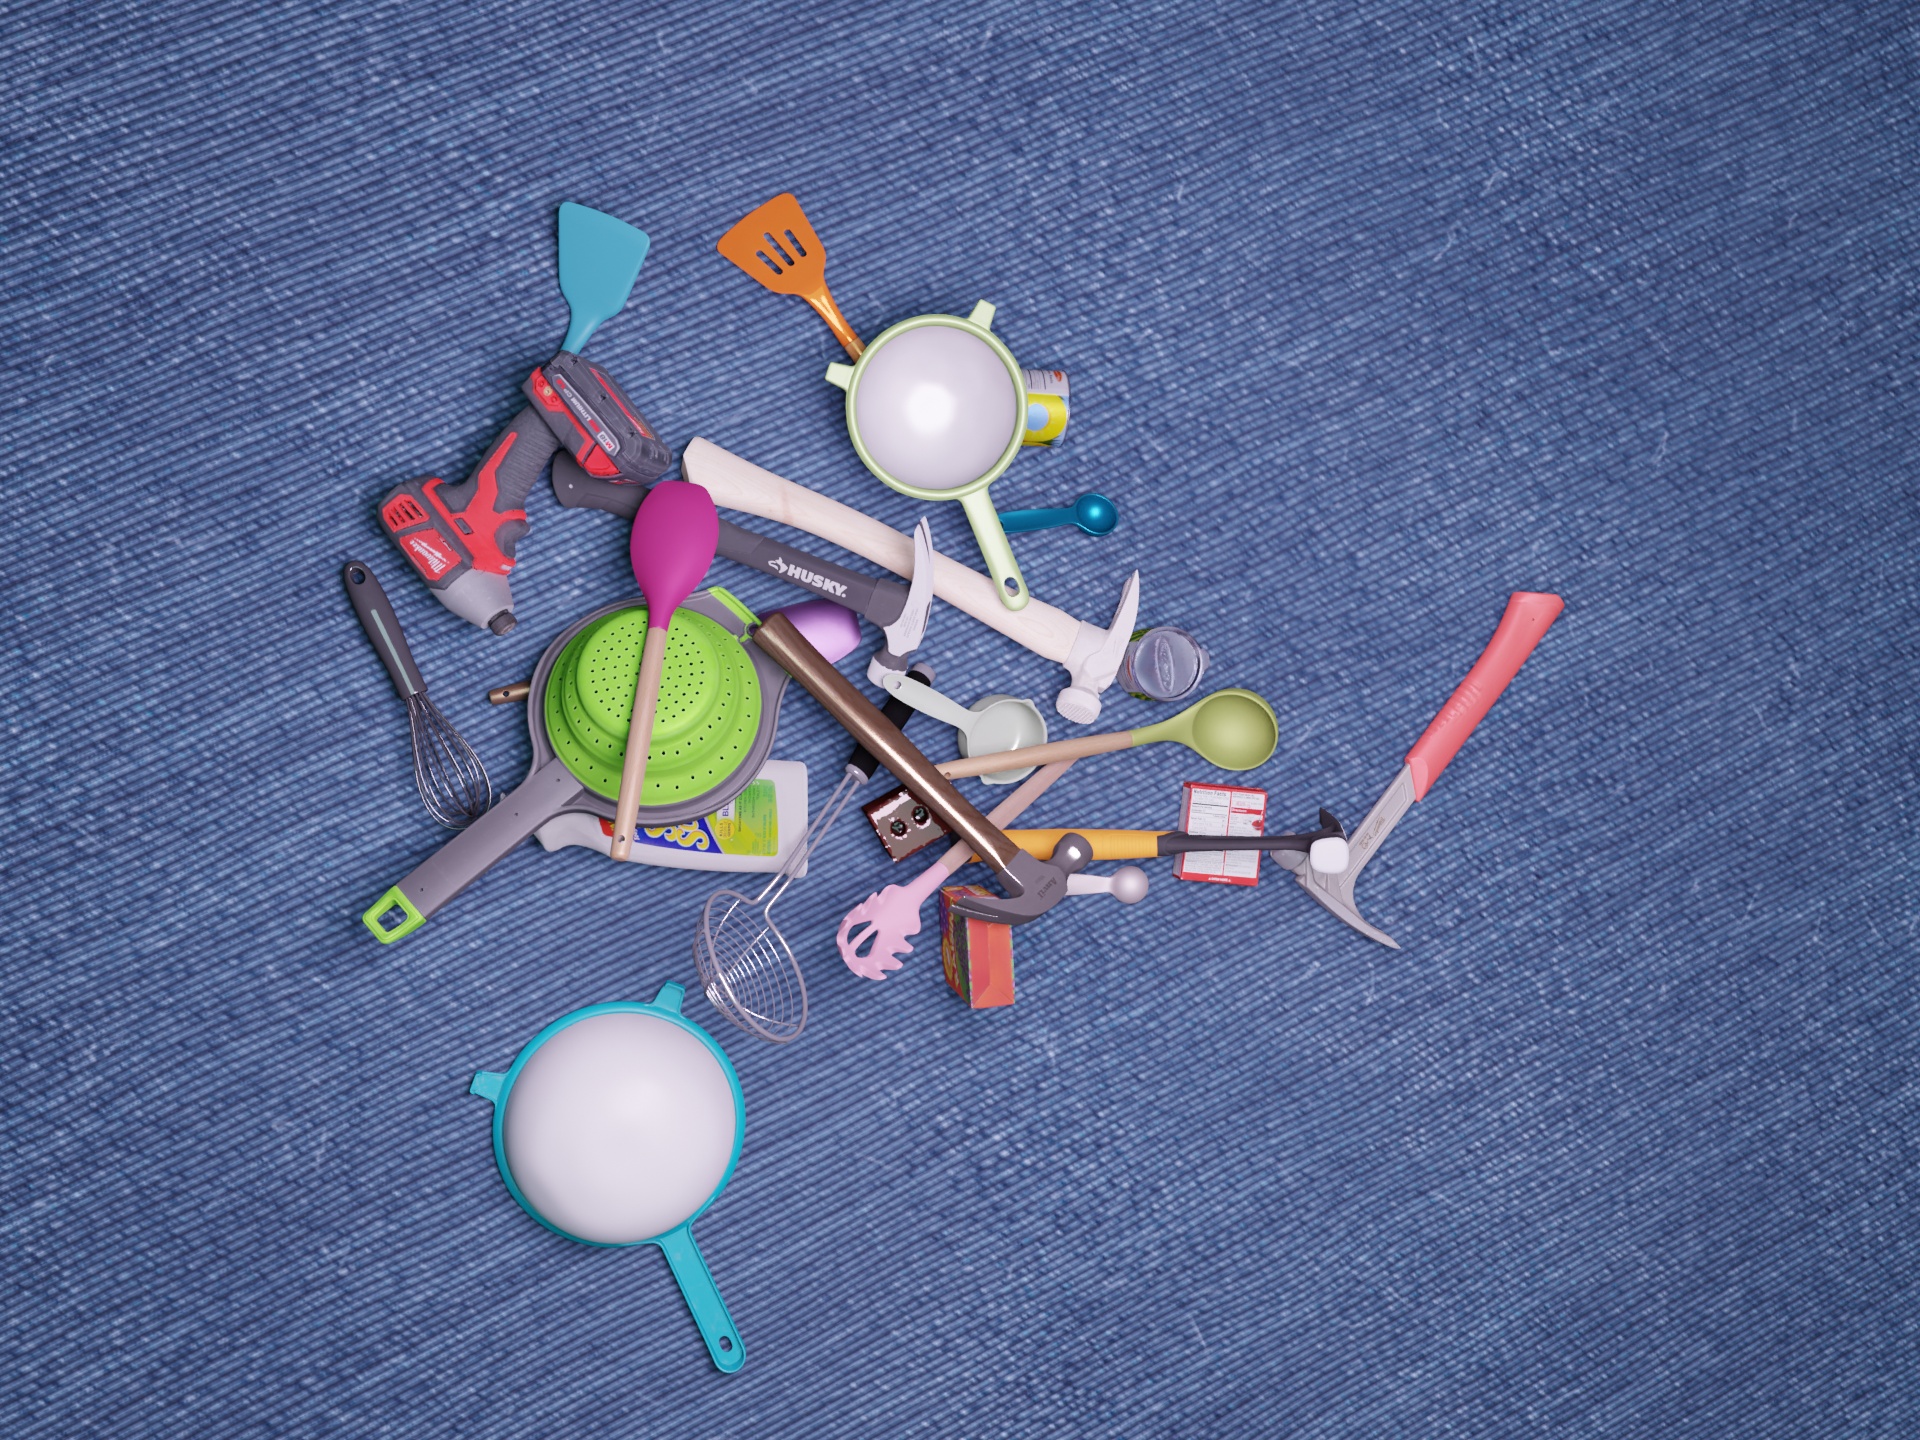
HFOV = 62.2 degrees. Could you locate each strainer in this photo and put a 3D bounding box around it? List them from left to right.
[{"bbox_3d":[-0.257,0.404,1.323,0.211,0.095,0.340,-25,94,-9],"label":"strainer"},{"bbox_3d":[-0.002,-0.213,1.342,0.151,0.069,0.256,-24,102,-3],"label":"strainer"}]

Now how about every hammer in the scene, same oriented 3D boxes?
[{"bbox_3d":[-0.180,-0.150,1.315,0.335,0.035,0.146,22,118,1],"label":"hammer"},{"bbox_3d":[-0.044,0.037,1.297,0.331,0.031,0.130,44,51,3],"label":"hammer"},{"bbox_3d":[-0.043,-0.147,1.366,0.410,0.038,0.146,26,68,-6],"label":"hammer"},{"bbox_3d":[0.160,0.104,1.376,0.337,0.127,0.034,-1,97,8],"label":"hammer"},{"bbox_3d":[0.446,0.032,1.469,0.149,0.037,0.359,39,85,-9],"label":"hammer"}]

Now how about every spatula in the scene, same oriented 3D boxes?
[{"bbox_3d":[-0.349,-0.265,1.313,0.082,0.044,0.317,23,89,5],"label":"spatula"},{"bbox_3d":[-0.239,-0.050,1.351,0.316,0.018,0.060,-12,89,-10],"label":"spatula"},{"bbox_3d":[-0.080,-0.306,1.372,0.081,0.041,0.322,-39,102,-6],"label":"spatula"}]

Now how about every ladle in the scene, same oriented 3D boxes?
[{"bbox_3d":[0.127,0.026,1.378,0.320,0.062,0.078,-9,119,-18],"label":"ladle"}]

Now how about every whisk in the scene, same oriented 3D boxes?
[{"bbox_3d":[-0.451,-0.021,1.303,0.055,0.055,0.239,-25,91,-9],"label":"whisk"}]

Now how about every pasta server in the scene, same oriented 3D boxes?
[{"bbox_3d":[0.007,0.107,1.327,0.316,0.040,0.060,-39,102,-33],"label":"pasta server"}]

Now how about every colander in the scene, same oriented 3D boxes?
[{"bbox_3d":[-0.307,0.028,1.254,0.397,0.094,0.204,-41,80,-18],"label":"colander"}]

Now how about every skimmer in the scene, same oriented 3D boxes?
[{"bbox_3d":[-0.096,0.091,1.282,0.127,0.090,0.363,50,57,-30],"label":"skimmer"}]

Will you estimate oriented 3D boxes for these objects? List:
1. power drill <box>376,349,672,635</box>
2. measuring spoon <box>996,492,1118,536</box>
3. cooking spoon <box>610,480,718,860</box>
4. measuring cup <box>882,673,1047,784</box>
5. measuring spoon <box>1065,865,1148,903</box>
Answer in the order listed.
[{"bbox_3d":[-0.346,-0.177,1.269,0.219,0.078,0.143,-39,86,9],"label":"power drill"},{"bbox_3d":[0.077,-0.173,1.394,0.128,0.021,0.042,-8,68,-19],"label":"measuring spoon"},{"bbox_3d":[-0.237,-0.046,1.227,0.068,0.017,0.319,6,69,-3],"label":"cooking spoon"},{"bbox_3d":[-0.002,-0.004,1.366,0.167,0.038,0.083,27,92,-26],"label":"measuring cup"},{"bbox_3d":[0.109,0.147,1.420,0.124,0.018,0.034,1,92,-10],"label":"measuring spoon"}]
